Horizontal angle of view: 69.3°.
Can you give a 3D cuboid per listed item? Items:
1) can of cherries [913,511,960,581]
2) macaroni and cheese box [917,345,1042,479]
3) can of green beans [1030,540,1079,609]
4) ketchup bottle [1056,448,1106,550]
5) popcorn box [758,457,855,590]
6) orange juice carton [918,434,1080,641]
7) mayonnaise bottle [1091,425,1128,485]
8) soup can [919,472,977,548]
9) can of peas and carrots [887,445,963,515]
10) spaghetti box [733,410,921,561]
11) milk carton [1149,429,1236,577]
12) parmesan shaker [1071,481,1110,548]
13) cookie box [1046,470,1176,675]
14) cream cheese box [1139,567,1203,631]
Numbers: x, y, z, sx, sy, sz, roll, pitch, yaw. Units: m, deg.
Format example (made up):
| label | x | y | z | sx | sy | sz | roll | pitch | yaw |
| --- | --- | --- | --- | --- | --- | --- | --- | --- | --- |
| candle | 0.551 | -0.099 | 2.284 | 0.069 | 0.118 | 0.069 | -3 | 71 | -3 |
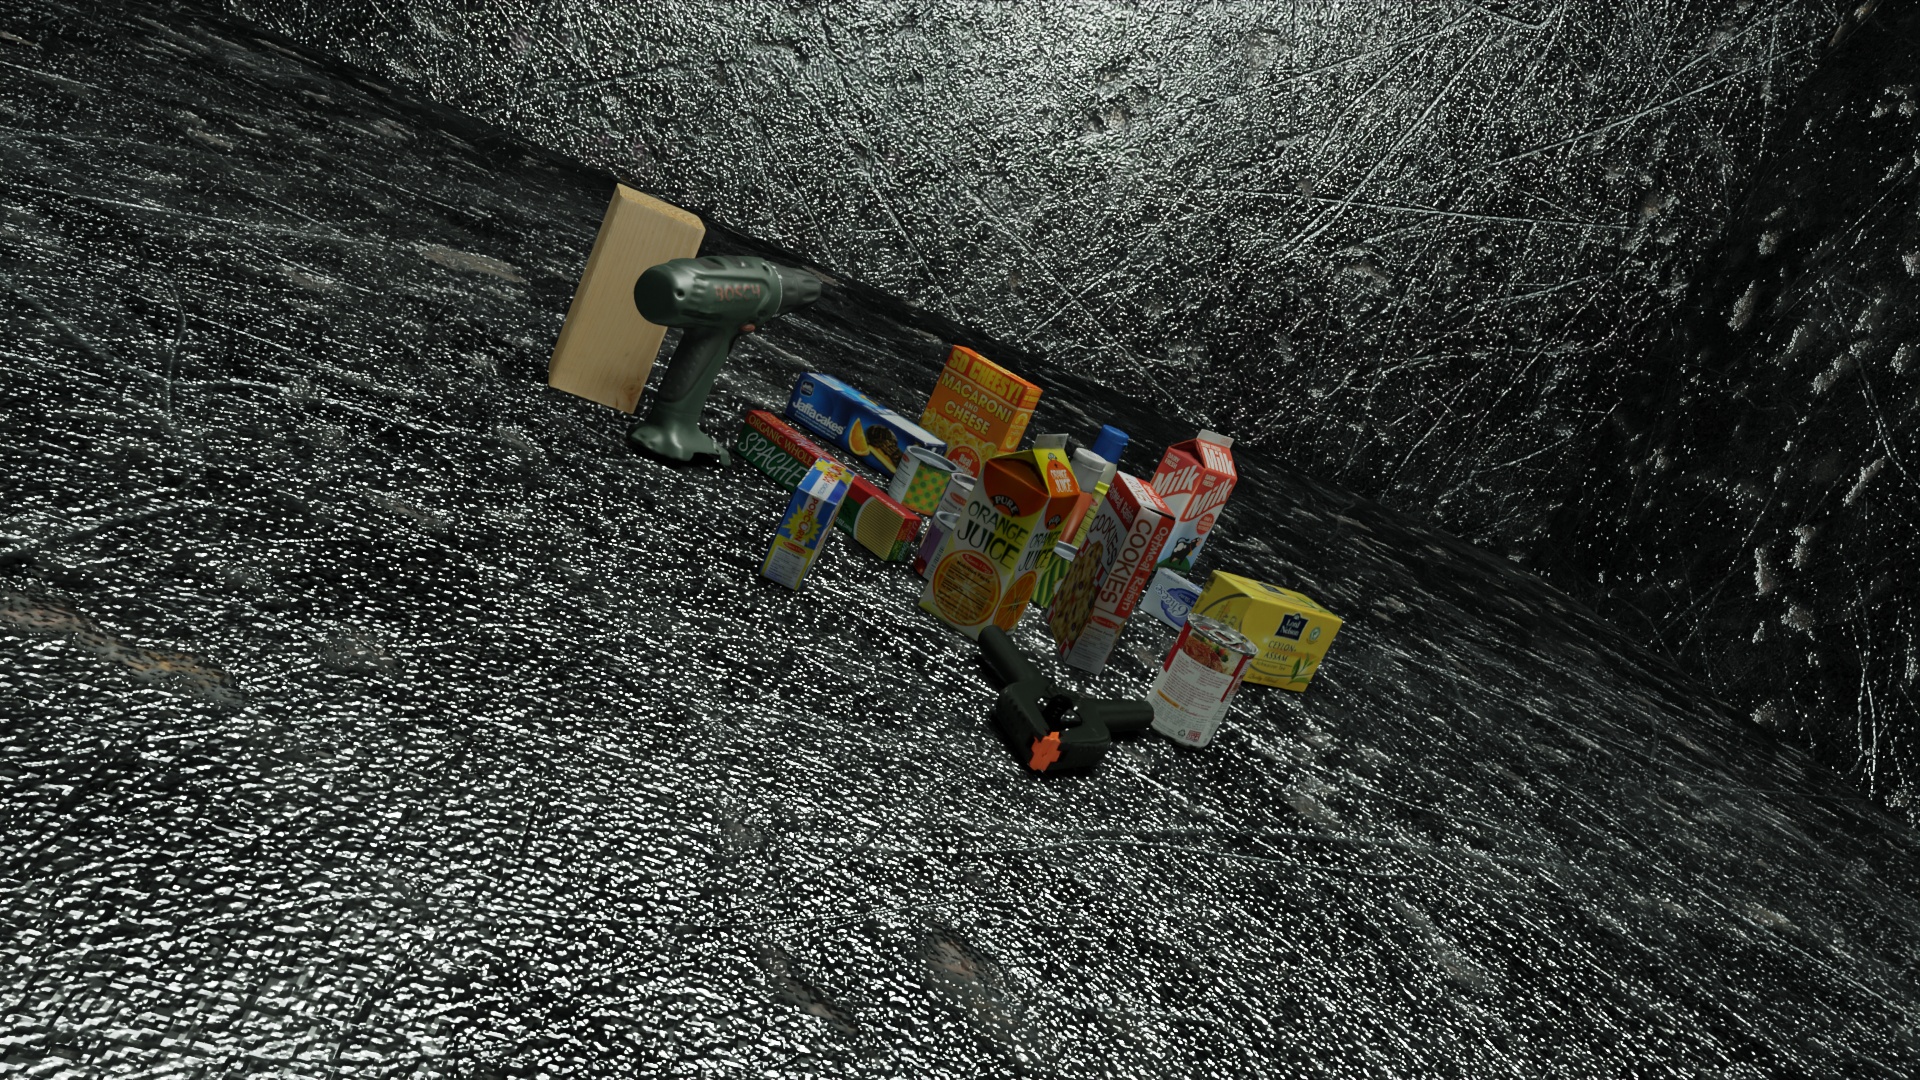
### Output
| label | x | y | z | sx | sy | sz | roll | pitch | yaw |
| --- | --- | --- | --- | --- | --- | --- | --- | --- | --- |
| can of cherries | -0.005 | 0.012 | 1.363 | 0.071 | 0.058 | 0.072 | 23 | 14 | -6 |
| macaroni and cheese box | 0.012 | -0.137 | 1.694 | 0.124 | 0.166 | 0.040 | 33 | 16 | 29 |
| can of green beans | 0.105 | 0.039 | 1.448 | 0.071 | 0.057 | 0.071 | 23 | 14 | -6 |
| ketchup bottle | 0.111 | -0.026 | 1.504 | 0.043 | 0.148 | 0.065 | 24 | 14 | -2 |
| popcorn box | -0.132 | -0.016 | 1.204 | 0.038 | 0.085 | 0.127 | 24 | 14 | -3 |
| orange juice carton | 0.043 | -0.010 | 1.251 | 0.073 | 0.192 | 0.072 | 31 | 15 | 22 |
| mayonnaise bottle | 0.165 | -0.072 | 1.752 | 0.041 | 0.147 | 0.065 | 31 | 15 | 22 |
| soup can | 0.005 | -0.018 | 1.432 | 0.071 | 0.083 | 0.071 | 23 | 14 | -6 |
| can of peas and carrots | -0.040 | -0.067 | 1.579 | 0.071 | 0.058 | 0.071 | 23 | 14 | -6 |
| spaghetti box | -0.140 | -0.059 | 1.408 | 0.250 | 0.050 | 0.029 | 35 | 17 | 33 |
| milk carton | 0.292 | -0.054 | 1.808 | 0.072 | 0.190 | 0.073 | 11 | 20 | -43 |
| parmesan shaker | 0.152 | -0.012 | 1.610 | 0.071 | 0.102 | 0.071 | 23 | 14 | -6 |
| cookie box | 0.142 | 0.028 | 1.327 | 0.040 | 0.167 | 0.123 | 22 | 14 | -11 |
| cream cheese box | 0.259 | 0.079 | 1.565 | 0.104 | 0.053 | 0.024 | 31 | 15 | 21 |
